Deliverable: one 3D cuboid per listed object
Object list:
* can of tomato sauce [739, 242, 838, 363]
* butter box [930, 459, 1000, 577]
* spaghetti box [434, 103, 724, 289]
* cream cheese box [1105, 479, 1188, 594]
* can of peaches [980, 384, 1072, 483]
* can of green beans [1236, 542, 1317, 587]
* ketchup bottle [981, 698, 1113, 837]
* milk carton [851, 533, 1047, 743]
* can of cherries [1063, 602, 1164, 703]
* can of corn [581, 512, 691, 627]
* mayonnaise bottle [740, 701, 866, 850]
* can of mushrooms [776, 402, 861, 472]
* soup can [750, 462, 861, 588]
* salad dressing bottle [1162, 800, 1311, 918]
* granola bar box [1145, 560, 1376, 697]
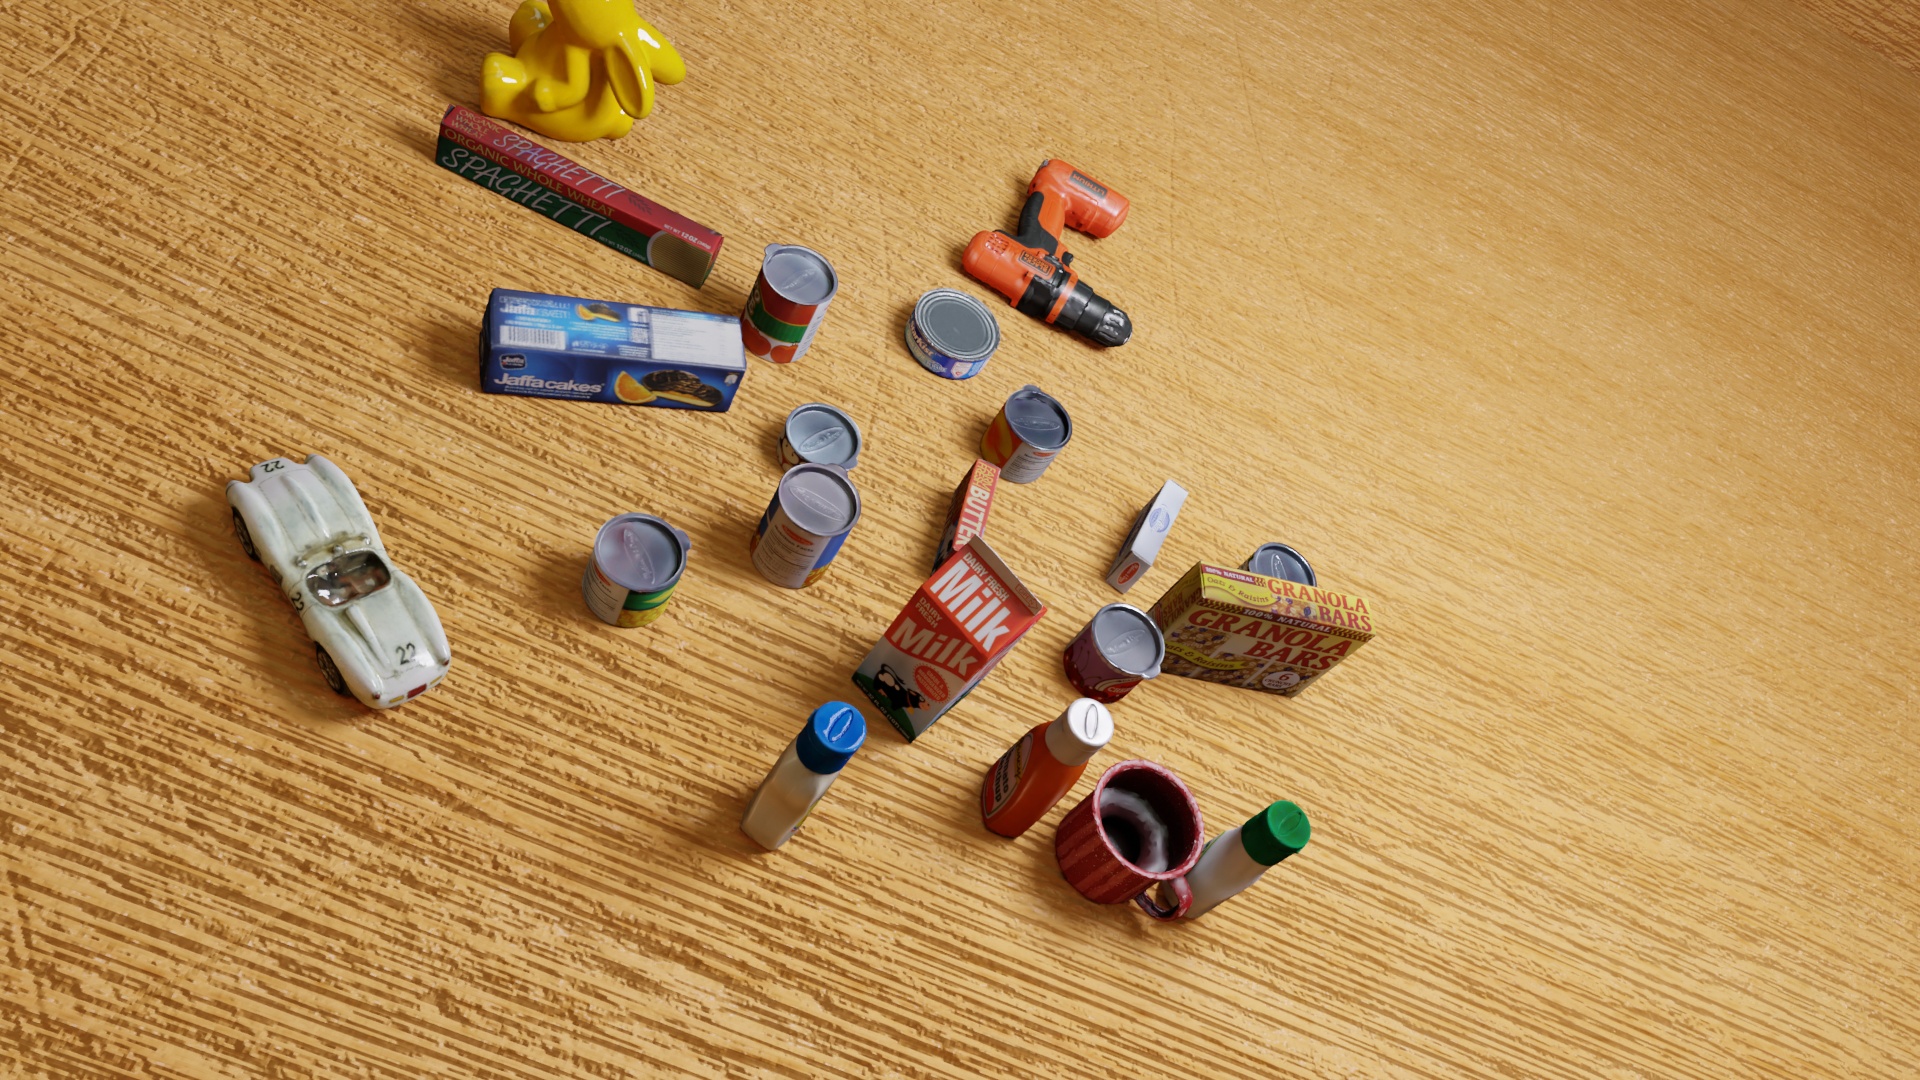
[{"bbox_3d":[-0.152,-0.204,1.199,0.071,0.082,0.071,13,54,-18],"label":"can of tomato sauce"},{"bbox_3d":[0.004,-0.015,1.167,0.024,0.053,0.104,24,51,-10],"label":"butter box"},{"bbox_3d":[-0.328,-0.294,1.194,0.250,0.050,0.029,25,51,-9],"label":"spaghetti box"},{"bbox_3d":[0.166,-0.004,1.241,0.024,0.053,0.104,35,50,-2],"label":"cream cheese box"},{"bbox_3d":[0.058,-0.095,1.245,0.071,0.057,0.071,13,54,-18],"label":"can of peaches"},{"bbox_3d":[0.279,0.044,1.261,0.071,0.057,0.071,13,54,-18],"label":"can of green beans"},{"bbox_3d":[0.063,0.162,1.013,0.043,0.148,0.065,21,52,-13],"label":"ketchup bottle"},{"bbox_3d":[-0.003,0.068,1.018,0.072,0.189,0.074,47,51,9],"label":"milk carton"},{"bbox_3d":[0.127,0.096,1.149,0.071,0.058,0.072,13,54,-18],"label":"can of cherries"},{"bbox_3d":[-0.238,0.022,1.018,0.071,0.058,0.071,13,54,-18],"label":"can of corn"},{"bbox_3d":[-0.104,0.156,0.935,0.041,0.147,0.065,37,50,0],"label":"mayonnaise bottle"},{"bbox_3d":[-0.117,-0.078,1.162,0.071,0.033,0.071,13,54,-18],"label":"can of mushrooms"},{"bbox_3d":[-0.120,-0.012,1.083,0.071,0.083,0.072,13,54,-18],"label":"soup can"},{"bbox_3d":[0.205,0.237,1.034,0.064,0.147,0.044,-31,76,-38],"label":"salad dressing bottle"},{"bbox_3d":[0.245,0.077,1.178,0.166,0.123,0.039,12,54,-19],"label":"granola bar box"}]
